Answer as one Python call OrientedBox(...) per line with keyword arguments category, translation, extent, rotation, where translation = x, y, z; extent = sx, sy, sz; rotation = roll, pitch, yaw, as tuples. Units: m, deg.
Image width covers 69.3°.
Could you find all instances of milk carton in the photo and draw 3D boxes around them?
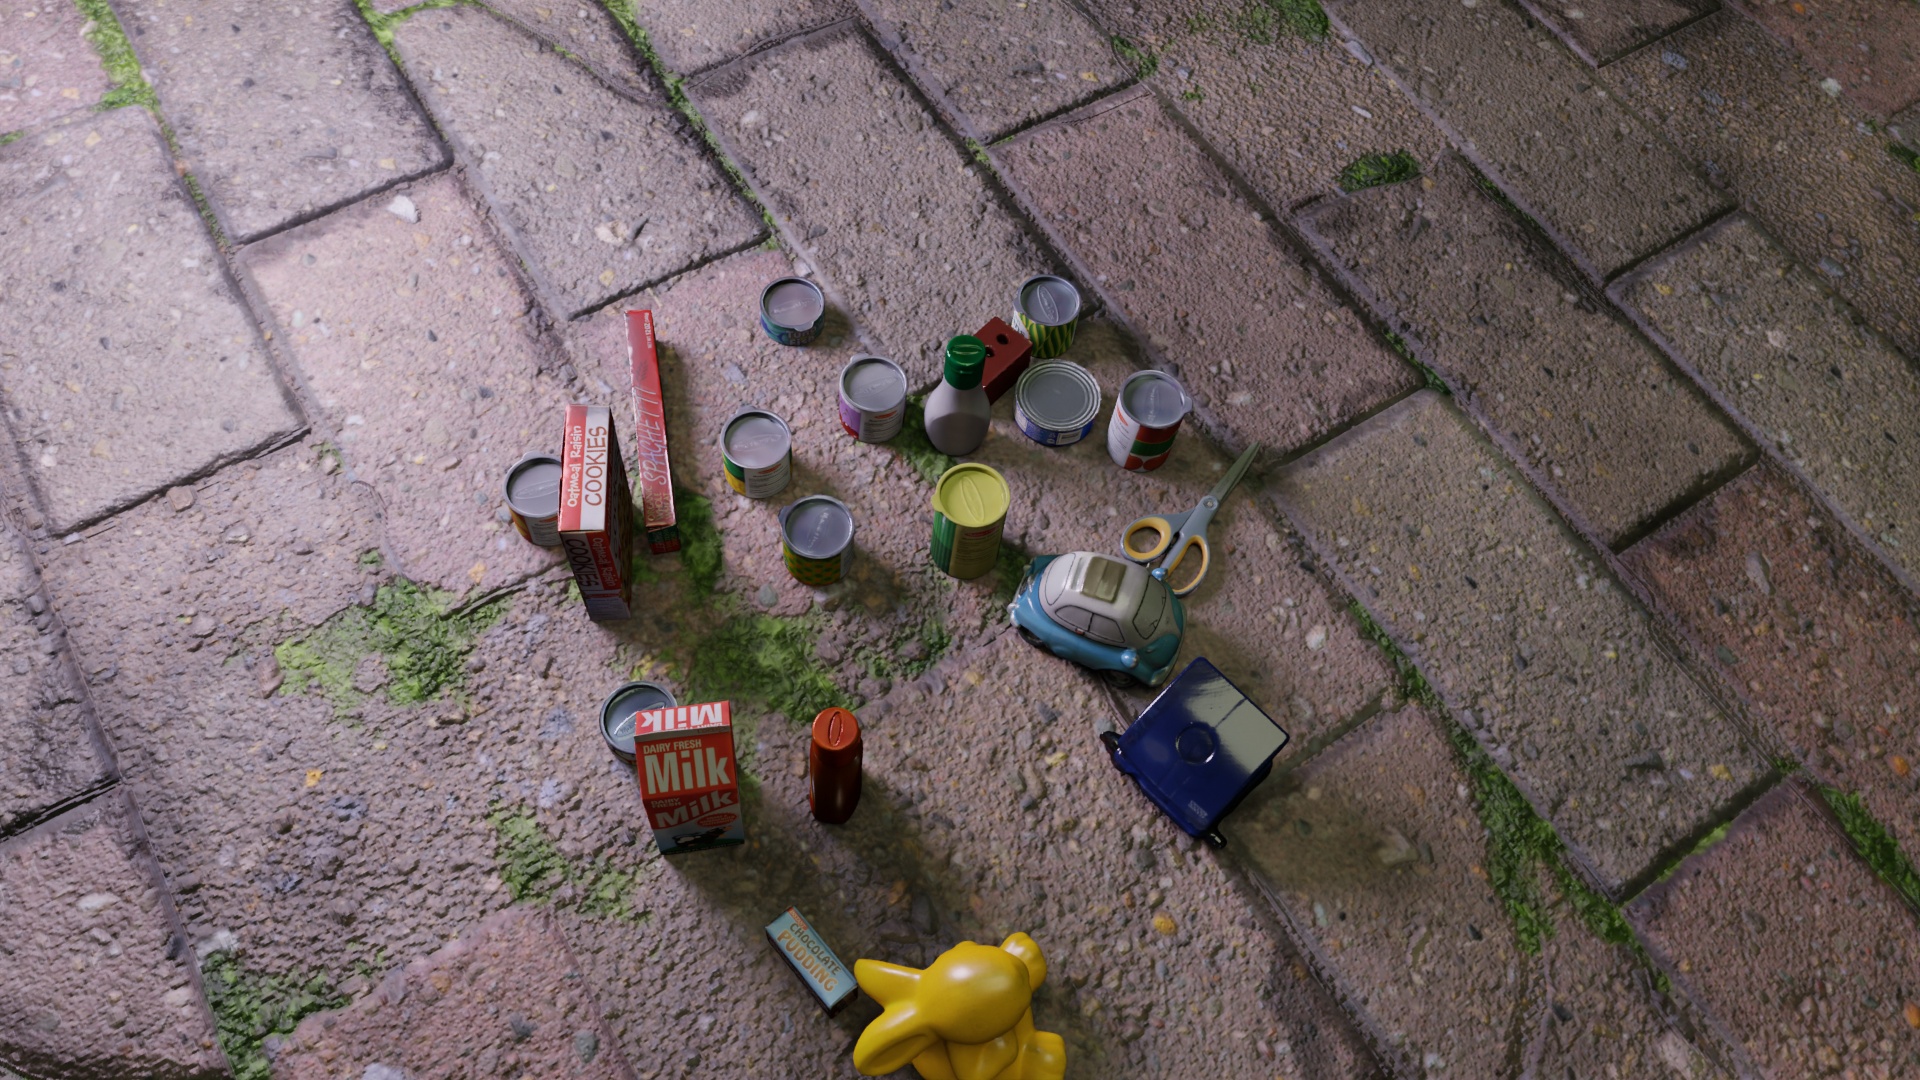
OrientedBox(category="milk carton", translation=(-0.211, 0.182, 1.089), extent=(0.072, 0.189, 0.074), rotation=(-7, 62, -9))

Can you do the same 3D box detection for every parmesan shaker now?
OrientedBox(category="parmesan shaker", translation=(0.005, -0.016, 1.269), extent=(0.071, 0.102, 0.071), rotation=(2, 61, -4))

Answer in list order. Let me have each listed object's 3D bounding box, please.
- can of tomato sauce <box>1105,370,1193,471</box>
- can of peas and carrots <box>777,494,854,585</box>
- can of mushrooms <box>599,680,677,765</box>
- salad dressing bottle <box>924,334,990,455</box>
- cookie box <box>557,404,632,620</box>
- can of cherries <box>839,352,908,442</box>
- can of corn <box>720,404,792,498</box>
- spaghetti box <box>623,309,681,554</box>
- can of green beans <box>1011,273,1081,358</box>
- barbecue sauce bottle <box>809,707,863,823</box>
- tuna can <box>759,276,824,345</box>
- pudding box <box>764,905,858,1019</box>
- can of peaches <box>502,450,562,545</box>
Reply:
OrientedBox(category="can of tomato sauce", translation=(0.182, -0.115, 1.353), extent=(0.071, 0.082, 0.071), rotation=(2, 61, -4))
OrientedBox(category="can of peas and carrots", translation=(-0.133, 0.000, 1.273), extent=(0.071, 0.058, 0.071), rotation=(2, 61, -4))
OrientedBox(category="can of mushrooms", translation=(-0.271, 0.158, 1.186), extent=(0.071, 0.033, 0.071), rotation=(2, 61, -4))
OrientedBox(category="salad dressing bottle", translation=(0.000, -0.136, 1.310), extent=(0.064, 0.147, 0.044), rotation=(0, 61, -5))
OrientedBox(category="cookie box", translation=(-0.315, -0.022, 1.205), extent=(0.040, 0.166, 0.123), rotation=(-2, 62, -7))
OrientedBox(category="can of cherries", translation=(-0.086, -0.139, 1.355), extent=(0.071, 0.058, 0.072), rotation=(2, 61, -4))
OrientedBox(category="can of corn", translation=(-0.193, -0.084, 1.313), extent=(0.071, 0.058, 0.071), rotation=(2, 61, -4))
OrientedBox(category="spaghetti box", translation=(-0.294, -0.106, 1.321), extent=(0.029, 0.050, 0.251), rotation=(-8, 62, -10))
OrientedBox(category="can of green beans", translation=(0.087, -0.229, 1.421), extent=(0.071, 0.057, 0.071), rotation=(2, 61, -4))
OrientedBox(category="barbecue sauce bottle", translation=(-0.101, 0.179, 1.125), extent=(0.044, 0.147, 0.065), rotation=(8, 61, -1))
OrientedBox(category="tuna can", translation=(-0.170, -0.231, 1.412), extent=(0.071, 0.032, 0.071), rotation=(2, 61, -4))
OrientedBox(category="pudding box", translation=(-0.117, 0.332, 1.095), extent=(0.030, 0.049, 0.084), rotation=(-37, 70, -22))
OrientedBox(category="can of peaches", translation=(-0.380, -0.038, 1.270), extent=(0.071, 0.057, 0.071), rotation=(2, 61, -4))
